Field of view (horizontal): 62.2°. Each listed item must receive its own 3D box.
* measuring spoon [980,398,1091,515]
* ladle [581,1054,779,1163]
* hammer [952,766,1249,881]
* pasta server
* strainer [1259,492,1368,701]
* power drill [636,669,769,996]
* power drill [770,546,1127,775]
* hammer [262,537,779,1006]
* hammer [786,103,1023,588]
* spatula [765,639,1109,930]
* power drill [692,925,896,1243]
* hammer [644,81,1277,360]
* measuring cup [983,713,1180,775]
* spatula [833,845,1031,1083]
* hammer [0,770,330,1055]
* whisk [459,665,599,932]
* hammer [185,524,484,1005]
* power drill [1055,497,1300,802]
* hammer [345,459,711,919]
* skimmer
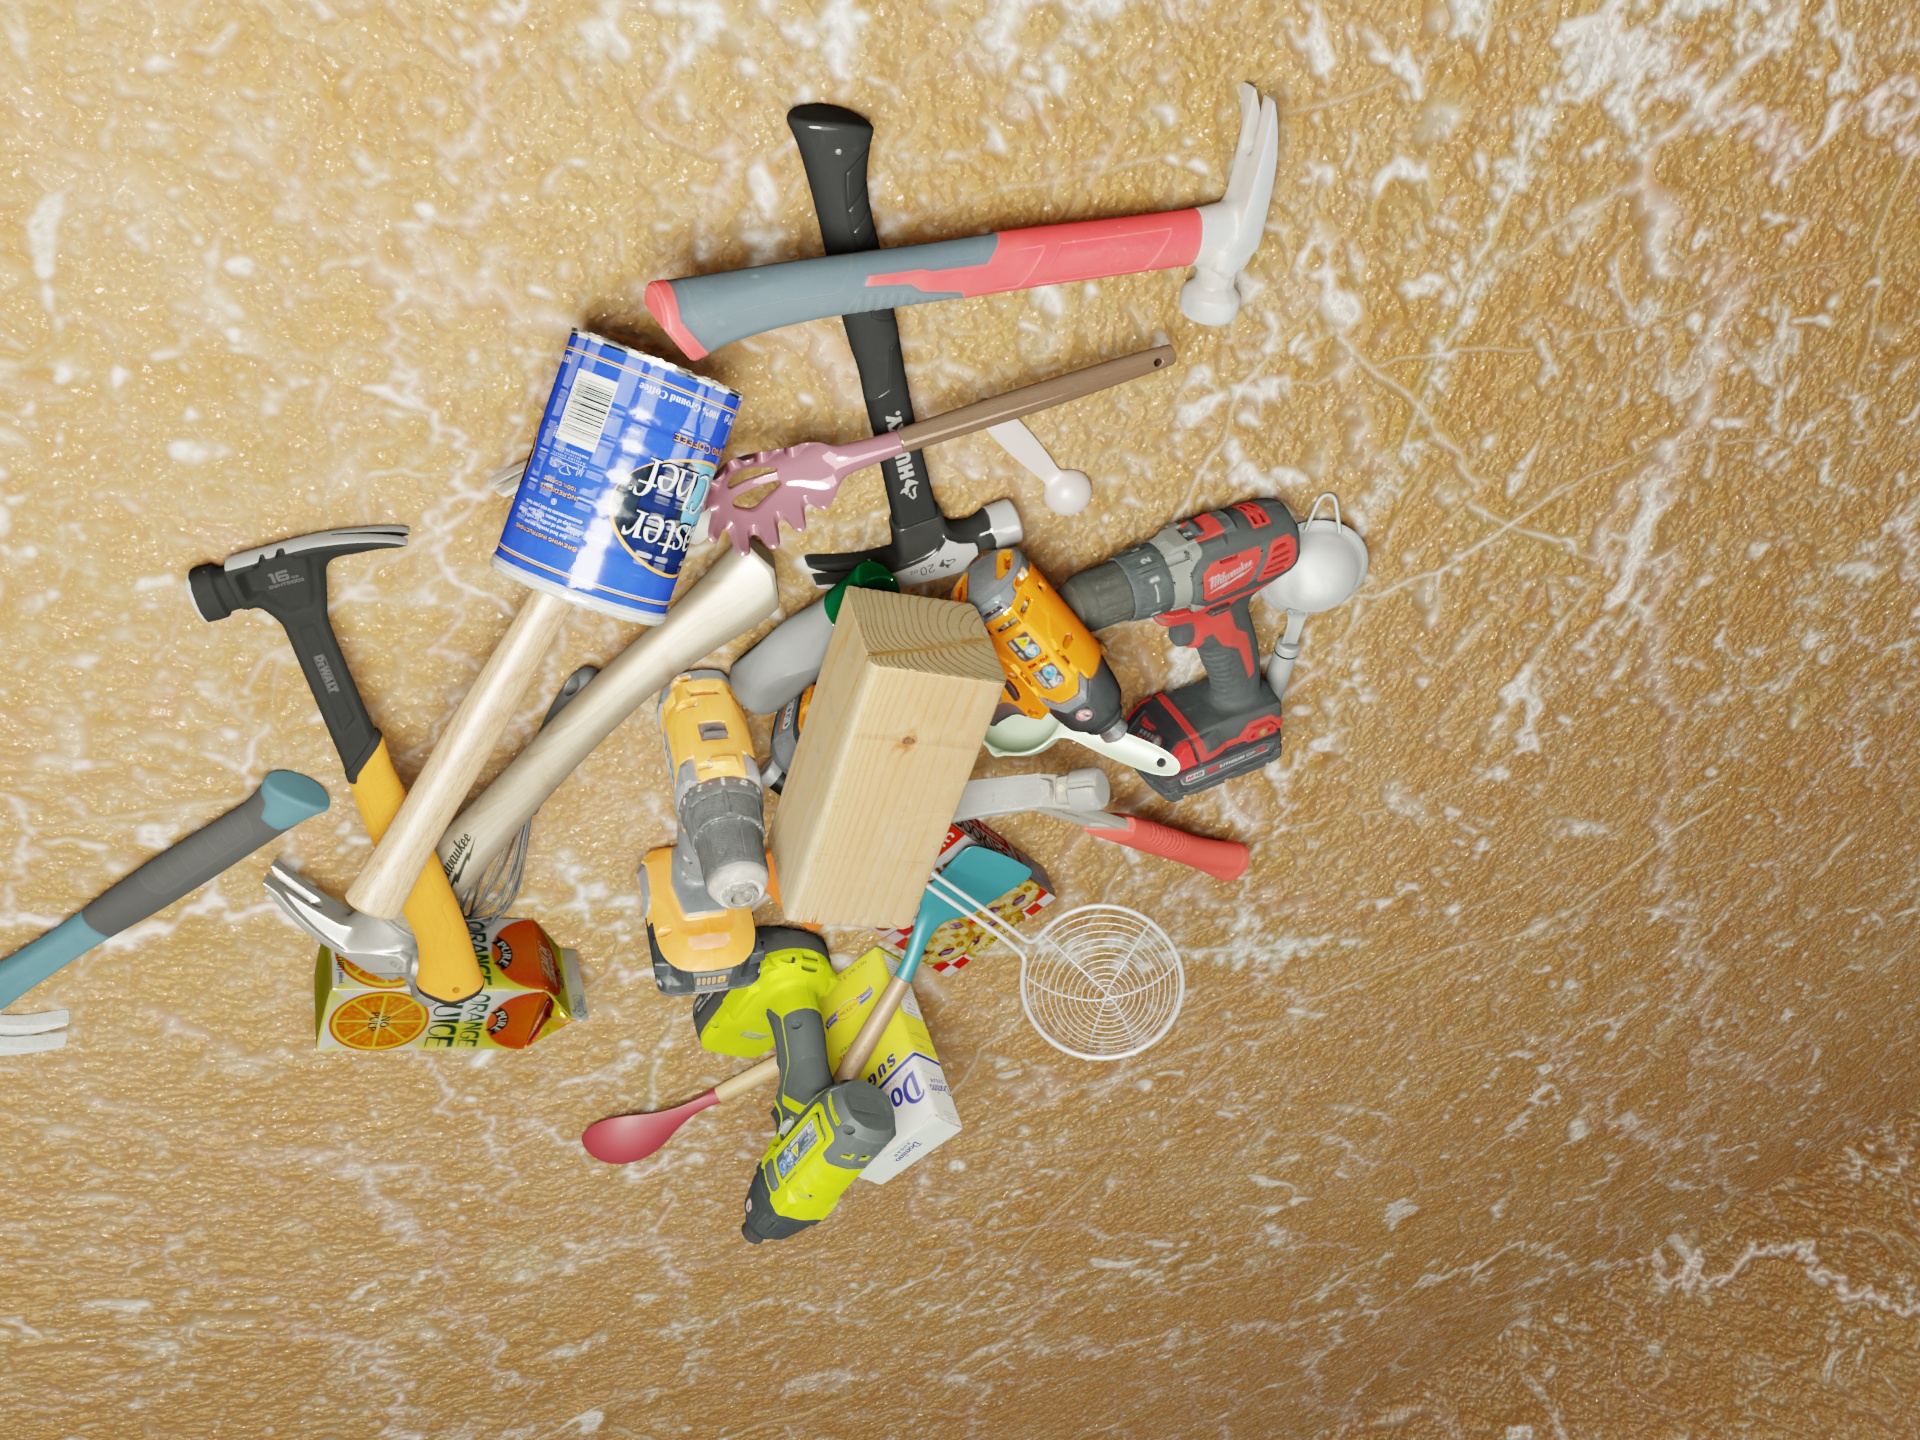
[{"bbox_3d":[0.050,-0.175,1.070,0.034,0.018,0.124,-39,134,15],"label":"measuring spoon"},{"bbox_3d":[-0.195,0.327,1.438,0.315,0.031,0.069,-26,136,-1],"label":"ladle"},{"bbox_3d":[0.130,0.091,1.295,0.149,0.037,0.358,-9,163,33],"label":"hammer"},{"bbox_3d":[-0.010,-0.177,0.979,0.316,0.040,0.060,-20,125,-9],"label":"pasta server"},{"bbox_3d":[0.262,-0.062,1.258,0.087,0.050,0.258,3,135,-5],"label":"strainer"},{"bbox_3d":[-0.175,0.104,1.120,0.084,0.186,0.226,-4,136,-18],"label":"power drill"},{"bbox_3d":[-0.002,-0.004,1.118,0.226,0.084,0.164,-31,119,23],"label":"power drill"},{"bbox_3d":[-0.281,0.021,1.059,0.410,0.038,0.146,-43,114,13],"label":"hammer"},{"bbox_3d":[-0.054,-0.215,0.974,0.146,0.035,0.334,-20,136,-6],"label":"hammer"},{"bbox_3d":[-0.016,0.041,1.230,0.322,0.041,0.081,-36,113,10],"label":"spatula"},{"bbox_3d":[-0.143,0.293,1.283,0.080,0.223,0.171,20,121,-36],"label":"power drill"},{"bbox_3d":[0.011,-0.273,0.903,0.386,0.038,0.143,-15,135,-24],"label":"hammer"},{"bbox_3d":[0.086,0.006,1.173,0.083,0.168,0.038,-68,165,2],"label":"measuring cup"},{"bbox_3d":[-0.055,0.238,1.298,0.082,0.044,0.317,27,94,-44],"label":"spatula"},{"bbox_3d":[-0.573,0.129,1.075,0.331,0.033,0.128,-31,135,7],"label":"hammer"},{"bbox_3d":[-0.307,0.056,1.118,0.055,0.055,0.239,16,118,-35],"label":"whisk"},{"bbox_3d":[-0.363,0.040,1.013,0.127,0.034,0.336,-16,118,-9],"label":"hammer"},{"bbox_3d":[0.161,-0.048,1.191,0.188,0.080,0.226,-20,133,-14],"label":"power drill"},{"bbox_3d":[-0.285,-0.023,0.981,0.130,0.031,0.331,29,94,-38],"label":"hammer"},{"bbox_3d":[0.009,0.131,1.209,0.363,0.090,0.127,36,68,-17],"label":"skimmer"}]
